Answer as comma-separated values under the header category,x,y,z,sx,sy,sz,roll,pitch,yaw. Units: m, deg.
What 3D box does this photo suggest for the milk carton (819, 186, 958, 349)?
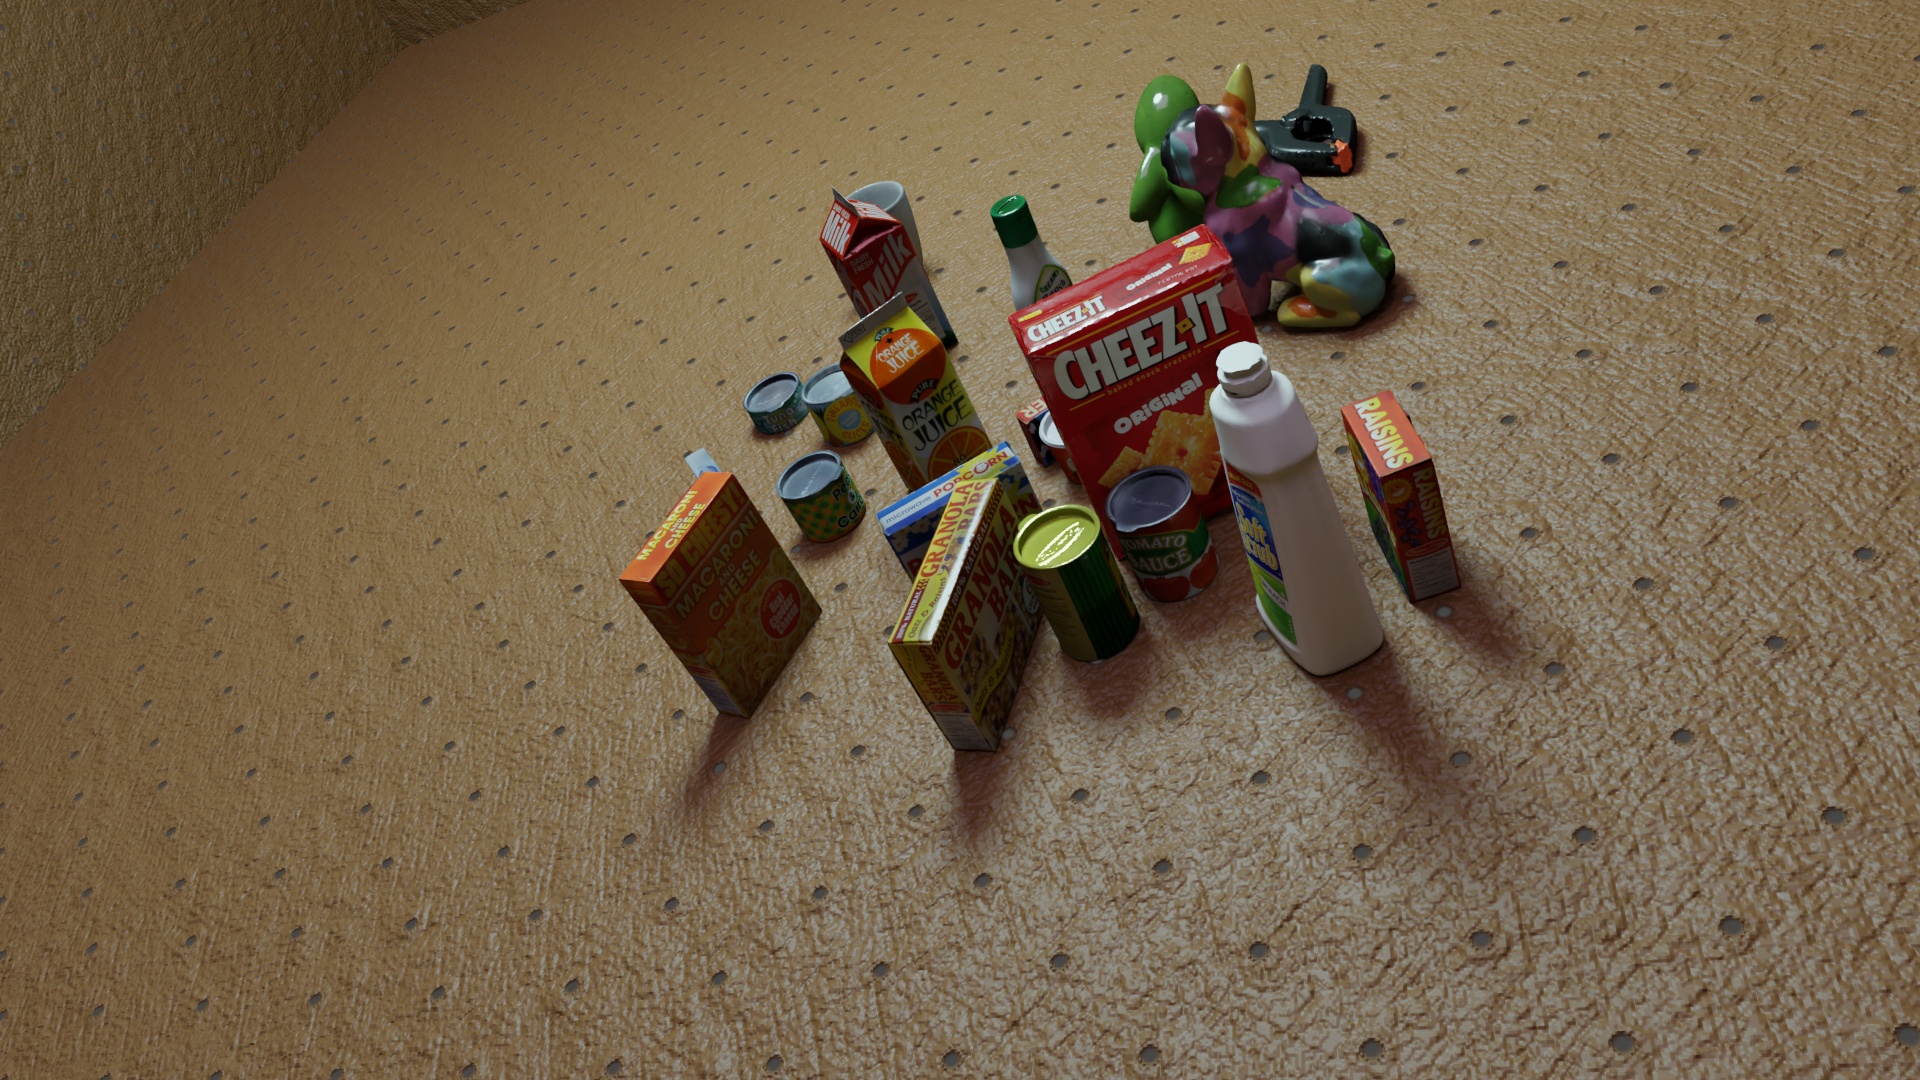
category,x,y,z,sx,sy,sz,roll,pitch,yaw
milk carton,-0.080,-0.270,1.415,0.073,0.189,0.072,-33,38,-7

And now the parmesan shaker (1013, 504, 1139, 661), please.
category,x,y,z,sx,sy,sz,roll,pitch,yaw
parmesan shaker,0.087,0.031,1.036,0.071,0.102,0.072,-17,39,14

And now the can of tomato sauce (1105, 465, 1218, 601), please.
category,x,y,z,sx,sy,sz,roll,pitch,yaw
can of tomato sauce,0.153,-0.003,1.052,0.071,0.082,0.071,-17,39,14

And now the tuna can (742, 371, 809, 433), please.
category,x,y,z,sx,sy,sz,roll,pitch,yaw
tuna can,-0.192,-0.144,1.466,0.071,0.032,0.071,-17,39,14

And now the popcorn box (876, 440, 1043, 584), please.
category,x,y,z,sx,sy,sz,roll,pitch,yaw
popcorn box,0.004,-0.014,1.154,0.127,0.085,0.038,-30,37,-2

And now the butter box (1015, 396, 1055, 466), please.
category,x,y,z,sx,sy,sz,roll,pitch,yaw
butter box,0.103,-0.117,1.239,0.104,0.053,0.024,-35,38,-9

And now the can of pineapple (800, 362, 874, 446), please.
category,x,y,z,sx,sy,sz,roll,pitch,yaw
can of pineapple,-0.118,-0.135,1.390,0.071,0.057,0.071,-17,39,14

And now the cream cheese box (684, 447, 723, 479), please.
category,x,y,z,sx,sy,sz,roll,pitch,yaw
cream cheese box,-0.234,-0.047,1.362,0.024,0.053,0.104,-35,38,-9

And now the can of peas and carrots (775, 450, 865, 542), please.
category,x,y,z,sx,sy,sz,roll,pitch,yaw
can of peas and carrots,-0.126,-0.041,1.285,0.071,0.058,0.071,-17,39,14

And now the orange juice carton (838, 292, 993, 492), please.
category,x,y,z,sx,sy,sz,roll,pitch,yaw
orange juice carton,-0.040,-0.122,1.217,0.072,0.192,0.073,-39,39,-13

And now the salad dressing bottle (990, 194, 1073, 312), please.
category,x,y,z,sx,sy,sz,roll,pitch,yaw
salad dressing bottle,0.071,-0.264,1.352,0.064,0.147,0.044,-44,40,-20

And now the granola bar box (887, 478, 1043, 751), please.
category,x,y,z,sx,sy,sz,roll,pitch,yaw
granola bar box,0.011,0.055,1.038,0.039,0.123,0.166,-4,43,28

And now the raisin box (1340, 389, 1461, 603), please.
category,x,y,z,sx,sy,sz,roll,pitch,yaw
raisin box,0.305,-0.030,0.959,0.040,0.123,0.086,-20,38,10

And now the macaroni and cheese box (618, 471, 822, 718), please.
category,x,y,z,sx,sy,sz,roll,pitch,yaw
macaroni and cheese box,-0.193,0.045,1.137,0.040,0.165,0.124,4,47,35

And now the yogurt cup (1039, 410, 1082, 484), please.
category,x,y,z,sx,sy,sz,roll,pitch,yaw
yogurt cup,0.108,-0.086,1.199,0.072,0.053,0.073,-17,39,14
